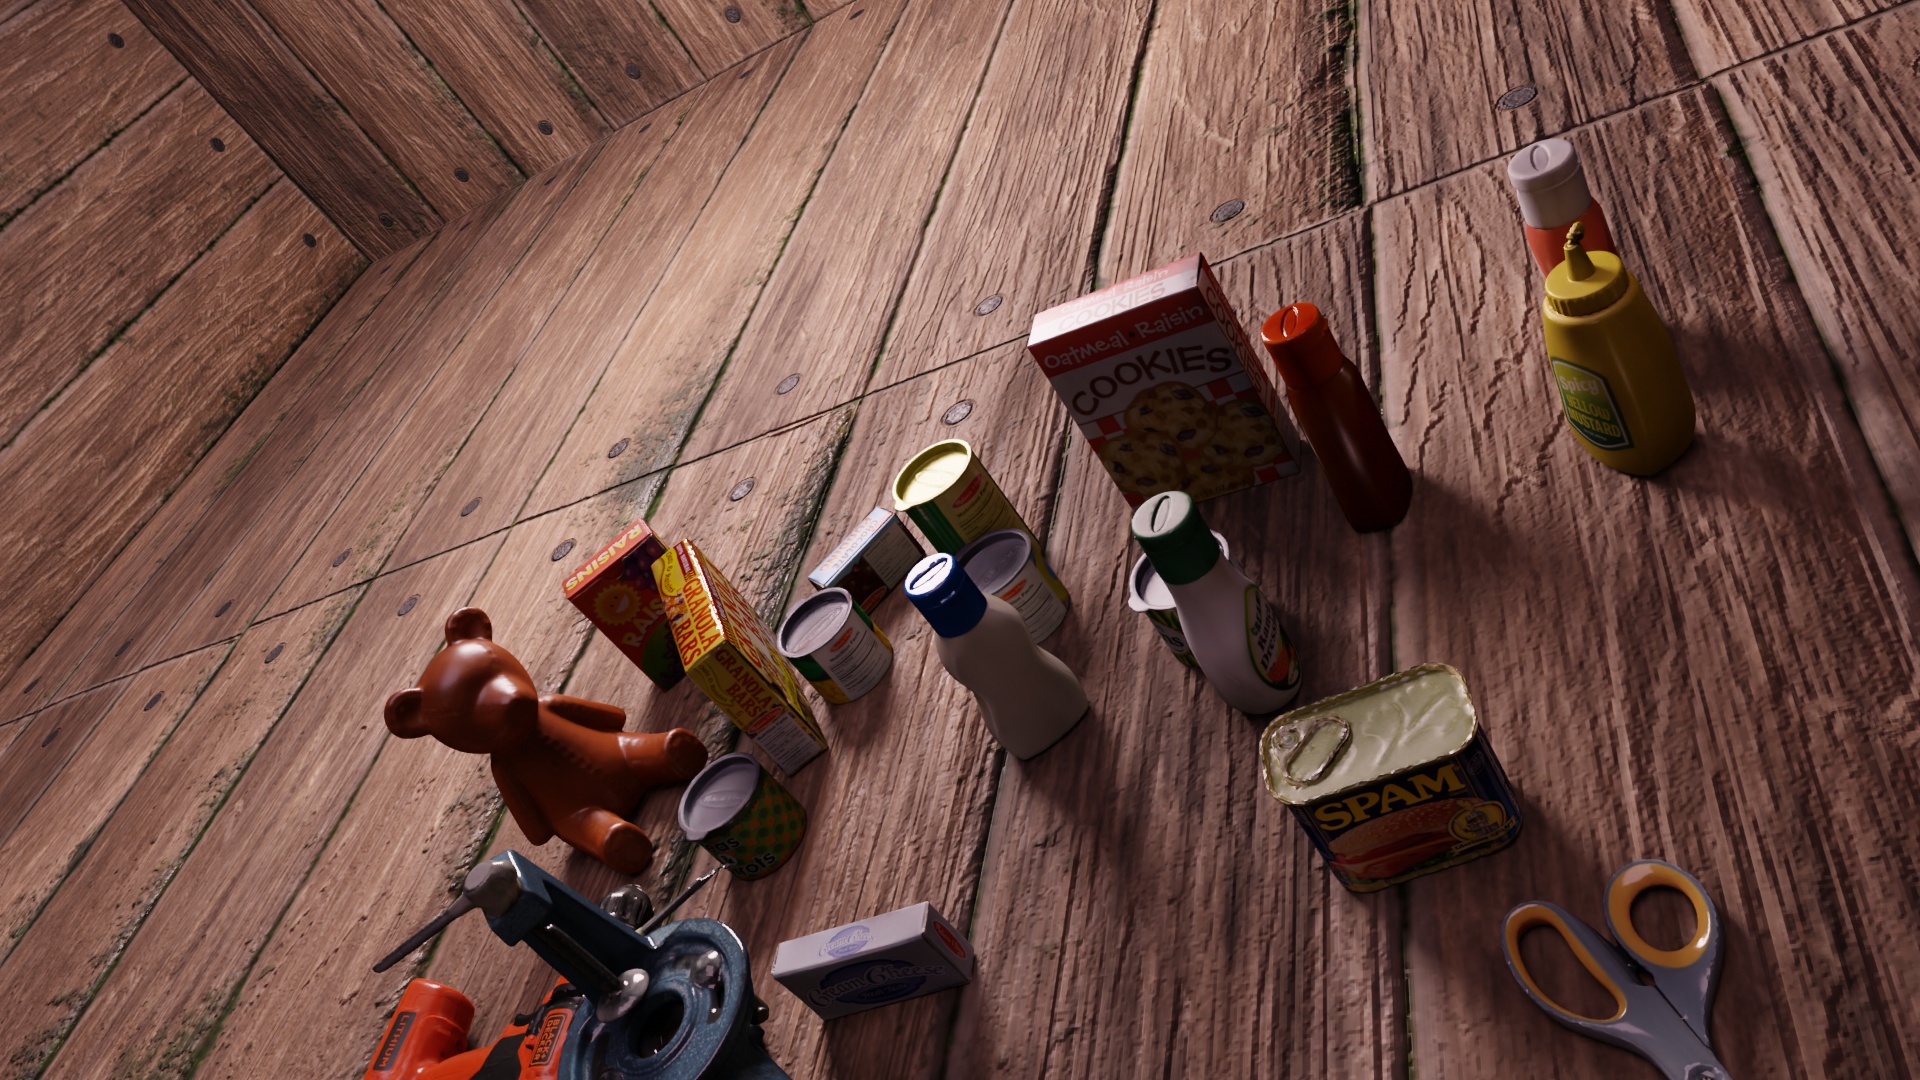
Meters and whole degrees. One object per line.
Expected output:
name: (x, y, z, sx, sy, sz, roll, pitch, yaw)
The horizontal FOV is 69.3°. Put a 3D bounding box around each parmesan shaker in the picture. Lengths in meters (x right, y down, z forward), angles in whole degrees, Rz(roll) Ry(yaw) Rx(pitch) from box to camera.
parmesan shaker: (0.004, -0.013, 1.008, 0.071, 0.102, 0.072, -25, 34, 19)

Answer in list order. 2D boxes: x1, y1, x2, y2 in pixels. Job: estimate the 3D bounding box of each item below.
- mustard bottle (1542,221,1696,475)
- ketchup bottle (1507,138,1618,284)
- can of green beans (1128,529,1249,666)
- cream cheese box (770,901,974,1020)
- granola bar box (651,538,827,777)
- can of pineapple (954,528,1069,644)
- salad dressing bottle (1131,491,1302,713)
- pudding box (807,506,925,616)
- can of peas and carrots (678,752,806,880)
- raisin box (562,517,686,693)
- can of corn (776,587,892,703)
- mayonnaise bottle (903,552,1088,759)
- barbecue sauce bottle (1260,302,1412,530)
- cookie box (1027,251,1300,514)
mustard bottle: (0.348, -0.106, 0.750, 0.049, 0.159, 0.065, -40, 32, -5)
ketchup bottle: (0.365, -0.166, 0.821, 0.043, 0.148, 0.065, -18, 37, 27)
can of green beans: (0.146, 0.036, 0.855, 0.071, 0.057, 0.071, -25, 34, 18)
cream cheese box: (-0.049, 0.239, 0.786, 0.103, 0.053, 0.024, -22, 35, 22)
granola bar box: (-0.165, 0.083, 1.027, 0.039, 0.124, 0.166, -37, 32, 0)
can of pineapple: (0.033, 0.033, 0.964, 0.071, 0.057, 0.071, -25, 34, 18)
salad dressing bottle: (0.143, 0.036, 0.775, 0.044, 0.147, 0.064, -12, 40, 34)
pudding box: (-0.073, 0.020, 1.089, 0.084, 0.049, 0.030, -47, 34, -16)
can of peas and carrots: (-0.147, 0.188, 0.938, 0.071, 0.058, 0.071, -25, 34, 18)
raisin box: (-0.255, 0.055, 1.147, 0.086, 0.123, 0.040, -40, 32, -5)
can of corn: (-0.093, 0.077, 1.028, 0.071, 0.058, 0.071, -25, 34, 18)
mayonnaise bottle: (0.019, 0.069, 0.849, 0.065, 0.147, 0.041, -39, 32, -3)
barbecue sauce bottle: (0.227, -0.076, 0.837, 0.043, 0.148, 0.065, -15, 38, 31)
cookie box: (0.139, -0.099, 0.931, 0.122, 0.167, 0.040, -17, 38, 29)
